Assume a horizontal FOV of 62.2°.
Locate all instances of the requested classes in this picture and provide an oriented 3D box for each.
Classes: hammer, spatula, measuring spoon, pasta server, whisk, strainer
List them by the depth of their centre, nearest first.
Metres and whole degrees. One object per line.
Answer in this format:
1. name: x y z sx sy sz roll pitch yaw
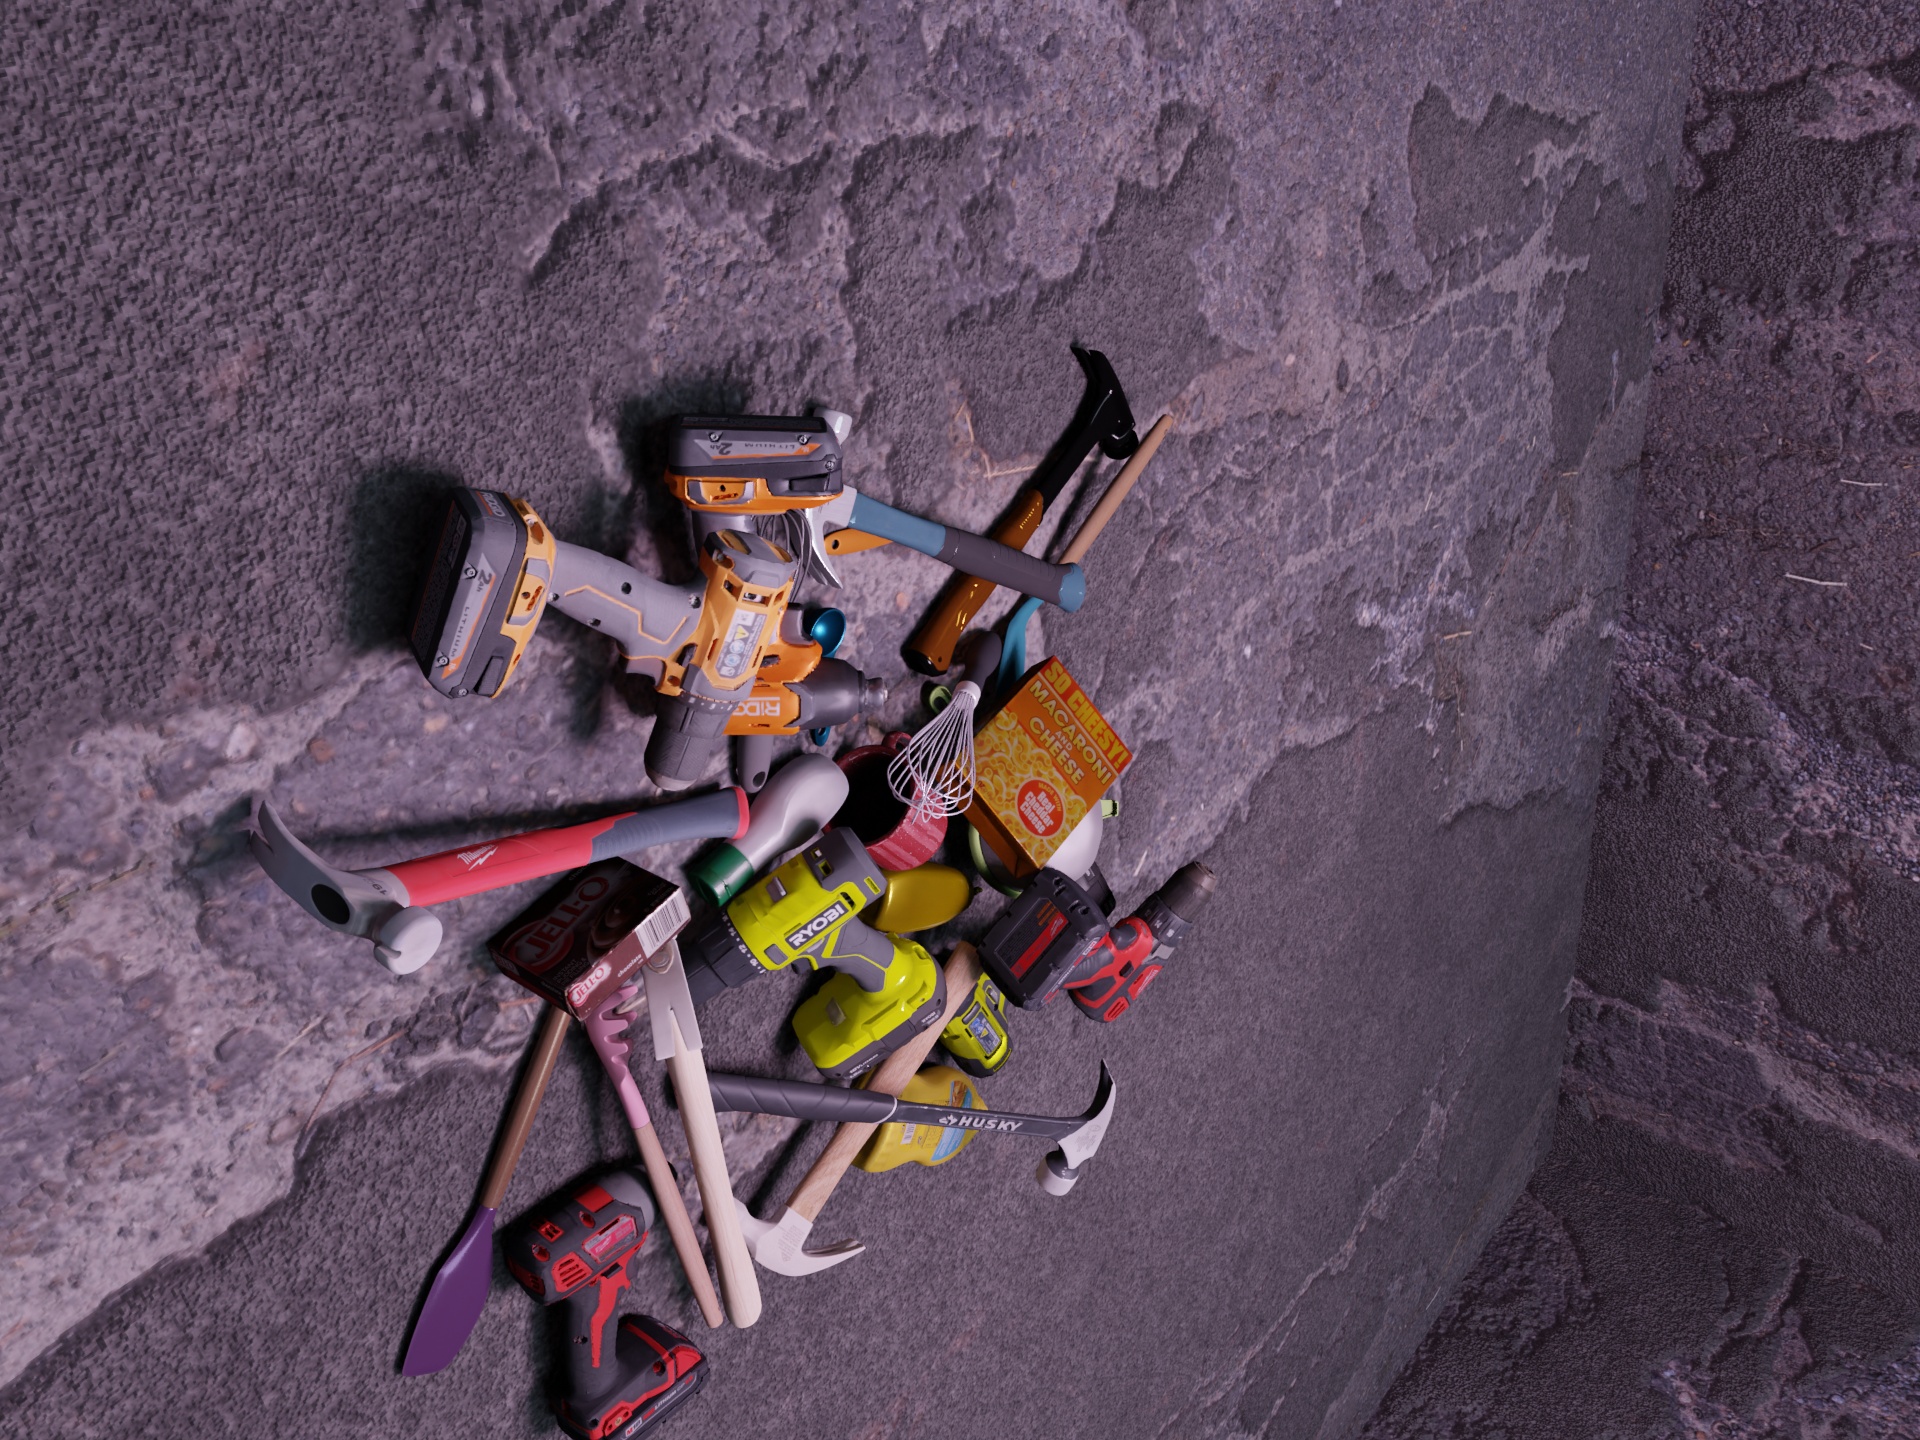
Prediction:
1. hammer: -0.280 0.078 1.074 0.386 0.143 0.038 -12 129 -62
2. spatula: -0.334 0.330 1.163 0.059 0.018 0.316 20 91 -57
3. whisk: -0.148 -0.055 1.213 0.055 0.055 0.238 -16 122 -48
4. pasta server: -0.229 0.329 1.215 0.040 0.060 0.316 -16 106 0
5. hammer: -0.195 0.339 1.226 0.038 0.146 0.410 -13 125 -12
6. measuring spoon: -0.116 -0.036 1.288 0.042 0.021 0.128 -29 136 -43
7. measuring spoon: -0.070 -0.148 1.294 0.117 0.011 0.021 -17 118 -47
8. hammer: -0.010 -0.147 1.315 0.330 0.033 0.128 15 93 -44
9. whisk: -0.003 -0.005 1.332 0.285 0.070 0.070 -68 156 -57
10. hammer: -0.047 0.335 1.369 0.408 0.036 0.149 13 120 -26
11. hammer: 0.052 -0.178 1.418 0.337 0.034 0.127 -55 141 -20
12. hammer: -0.076 0.343 1.421 0.130 0.031 0.331 41 74 -20
13. strainer: 0.056 0.061 1.445 0.151 0.069 0.256 -49 121 -18
14. spatula: 0.114 -0.150 1.479 0.317 0.044 0.082 -56 156 -5

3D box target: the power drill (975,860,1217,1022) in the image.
1. power drill: 0.138 0.198 1.489 0.188 0.080 0.226 -51 147 13

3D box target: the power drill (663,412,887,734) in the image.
1. power drill: -0.131 -0.097 1.126 0.164 0.084 0.226 0 110 -7

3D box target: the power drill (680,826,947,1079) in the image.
1. power drill: -0.122 0.205 1.306 0.190 0.080 0.228 -35 138 -3

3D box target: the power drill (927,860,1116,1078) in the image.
1. power drill: 0.045 0.217 1.552 0.223 0.080 0.171 -50 134 -22

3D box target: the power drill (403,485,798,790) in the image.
1. power drill: -0.232 -0.046 1.023 0.226 0.084 0.185 9 115 -36

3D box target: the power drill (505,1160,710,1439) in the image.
1. power drill: -0.271 0.456 1.256 0.143 0.079 0.219 -30 125 -42
